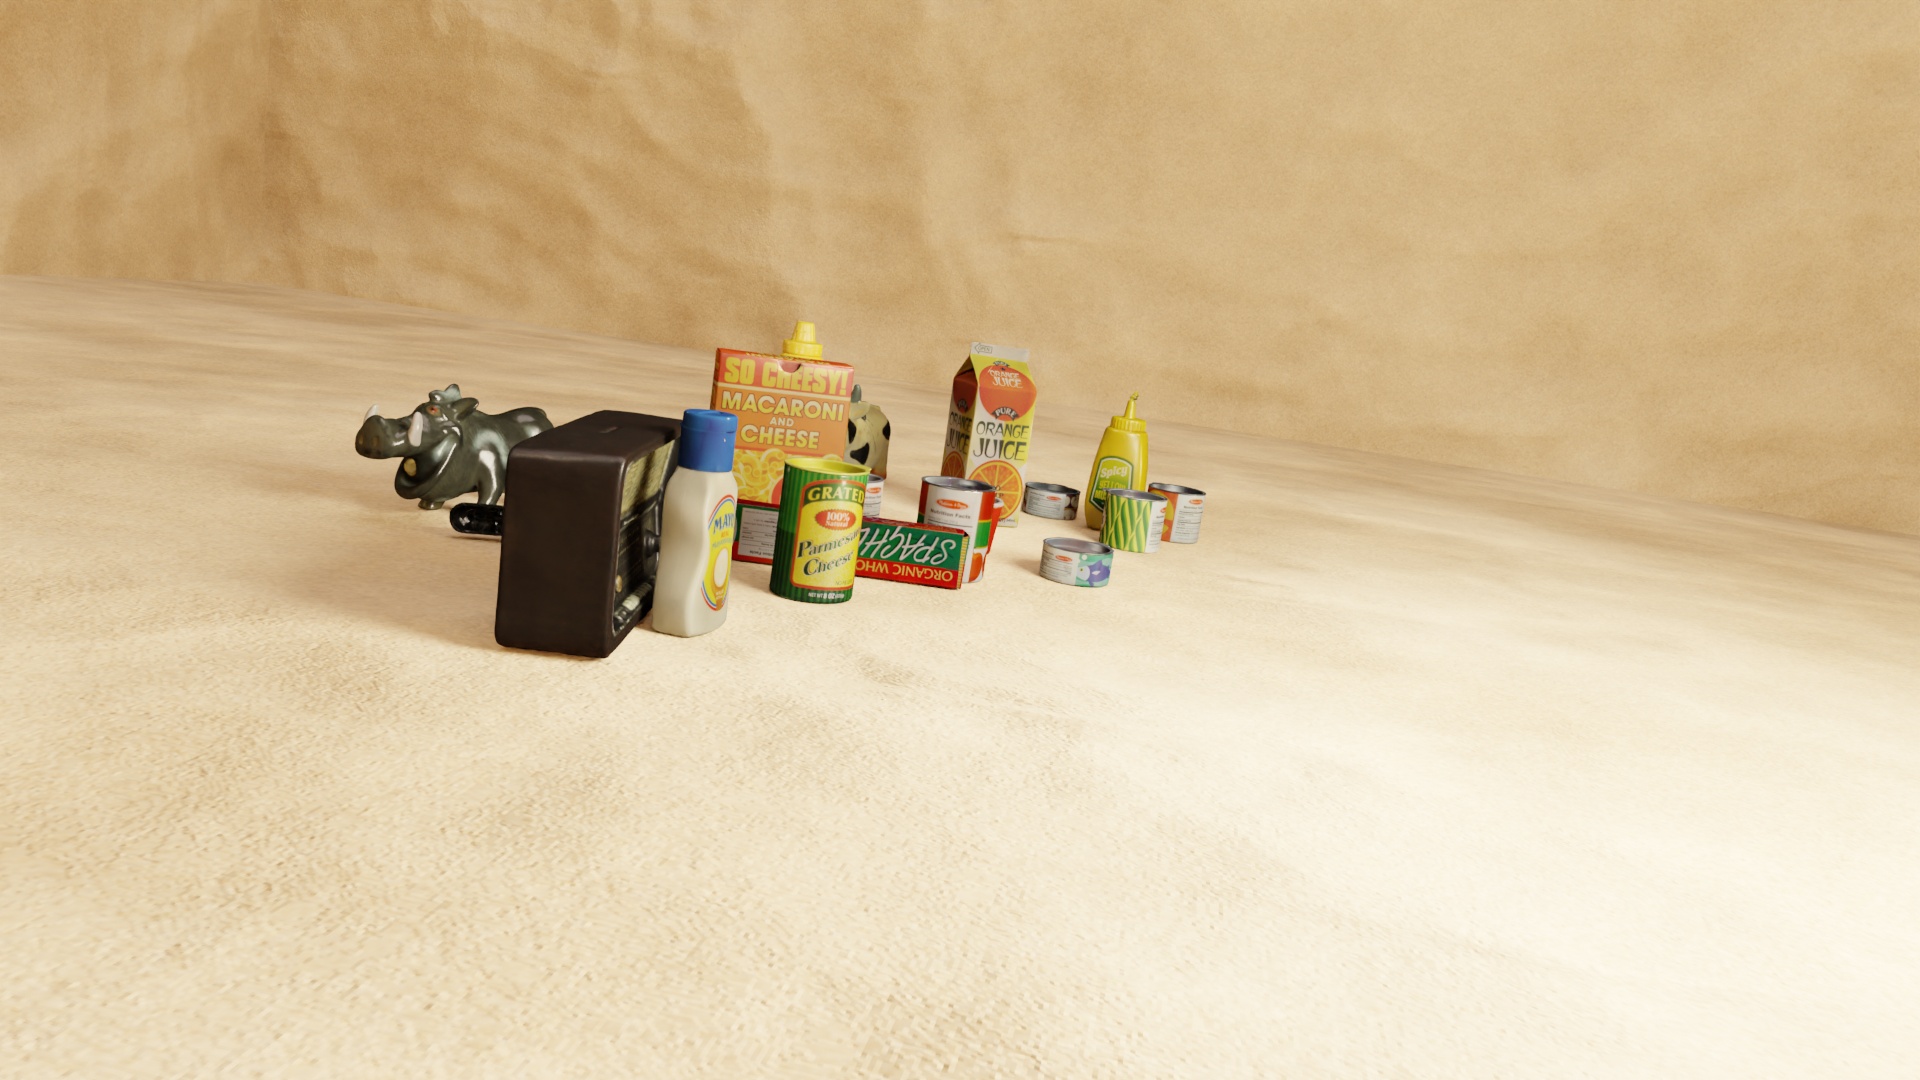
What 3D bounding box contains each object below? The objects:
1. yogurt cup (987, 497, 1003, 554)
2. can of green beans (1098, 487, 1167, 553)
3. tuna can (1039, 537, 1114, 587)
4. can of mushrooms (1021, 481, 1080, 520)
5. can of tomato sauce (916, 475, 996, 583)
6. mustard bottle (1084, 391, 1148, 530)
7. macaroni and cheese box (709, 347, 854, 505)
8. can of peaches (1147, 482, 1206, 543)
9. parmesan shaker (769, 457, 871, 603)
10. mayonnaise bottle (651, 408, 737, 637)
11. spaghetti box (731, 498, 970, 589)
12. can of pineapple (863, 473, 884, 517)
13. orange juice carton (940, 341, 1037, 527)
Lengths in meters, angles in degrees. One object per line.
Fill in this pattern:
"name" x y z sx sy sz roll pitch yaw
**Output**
"yogurt cup" 0.005 -0.017 1.339 0.072 0.053 0.072 8 10 -1
"can of green beans" 0.184 -0.021 1.485 0.071 0.057 0.071 8 10 -1
"tuna can" 0.108 0.020 1.280 0.071 0.032 0.071 8 11 -1
"can of mushrooms" 0.107 -0.047 1.627 0.071 0.033 0.071 8 11 -1
"can of tomato sauce" -0.006 -0.010 1.219 0.071 0.083 0.071 8 10 -1
"mustard bottle" 0.180 -0.089 1.561 0.065 0.160 0.049 11 11 18
"macaroni and cheese box" -0.168 -0.085 1.265 0.124 0.166 0.040 5 11 -18
"can of peaches" 0.240 -0.032 1.579 0.071 0.058 0.071 8 10 -1
"parmesan shaker" -0.107 -0.008 1.077 0.071 0.103 0.071 8 10 -1
"mayonnaise bottle" -0.175 -0.013 0.931 0.041 0.147 0.065 11 10 15
"spaghetti box" -0.119 0.000 1.170 0.250 0.050 0.029 8 10 -2
"can of pineapple" -0.111 -0.036 1.345 0.071 0.057 0.071 8 10 -1
"orange juice carton" 0.030 -0.116 1.508 0.072 0.192 0.073 4 11 -23
